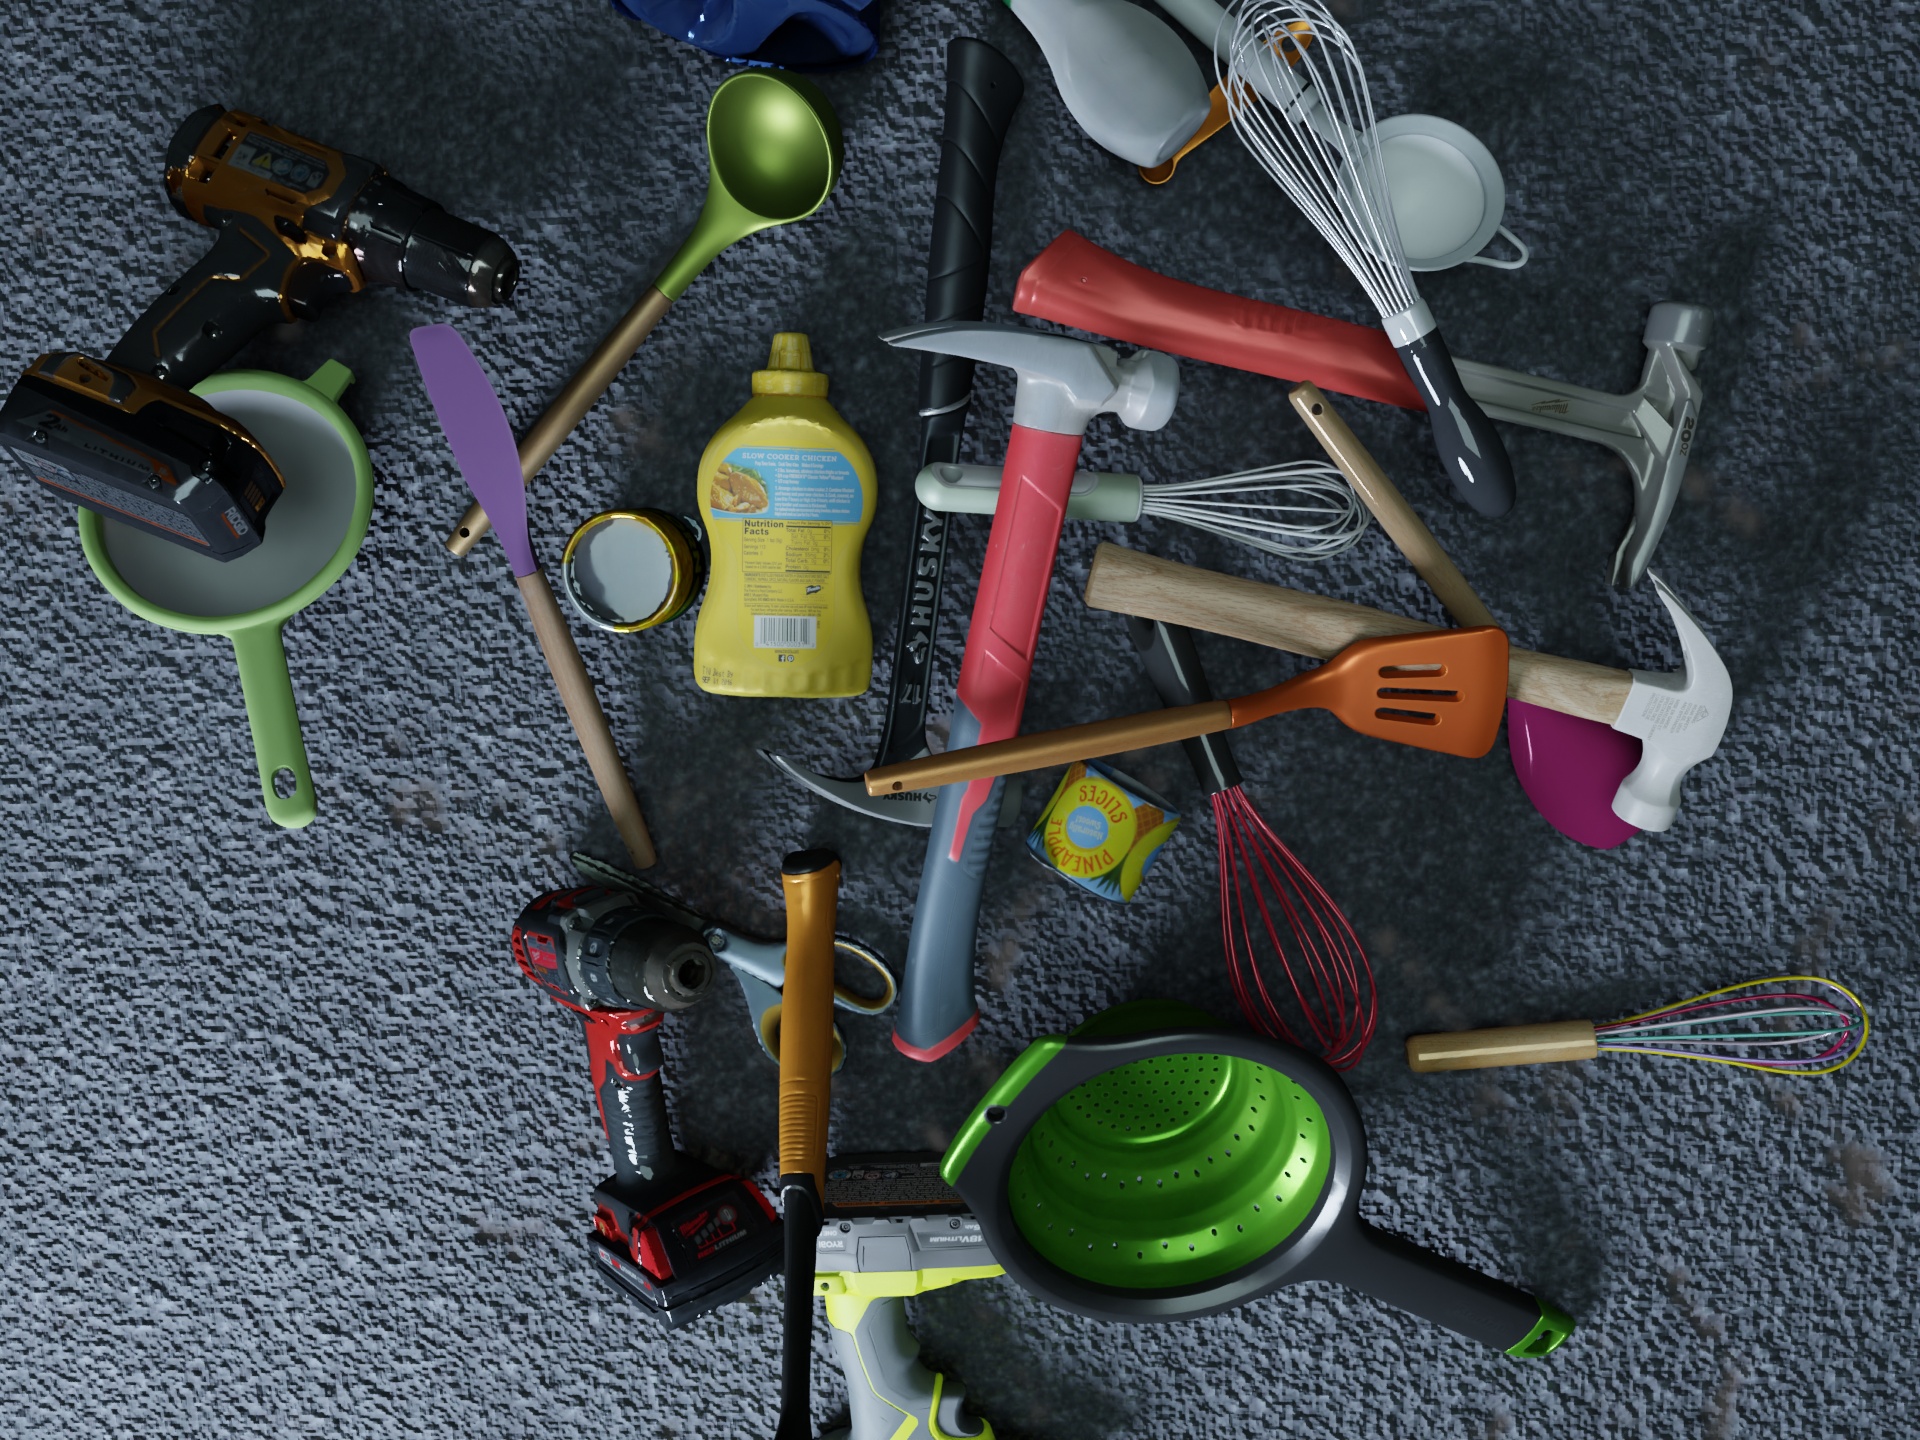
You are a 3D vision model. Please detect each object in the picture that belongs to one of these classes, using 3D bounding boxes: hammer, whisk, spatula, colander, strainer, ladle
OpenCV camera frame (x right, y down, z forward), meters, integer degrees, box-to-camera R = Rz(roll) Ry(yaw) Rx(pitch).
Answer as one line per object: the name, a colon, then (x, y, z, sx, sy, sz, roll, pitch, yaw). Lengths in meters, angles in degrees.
hammer: (0.203, -0.178, 0.826, 0.359, 0.037, 0.149, 12, 98, -3)
whisk: (0.371, 0.177, 0.874, 0.245, 0.051, 0.047, -7, 103, 7)
spatula: (-0.218, -0.056, 0.844, 0.060, 0.018, 0.315, 7, 123, 40)
hammer: (-0.079, 0.229, 0.827, 0.034, 0.127, 0.337, -7, 63, 11)
whisk: (0.204, -0.222, 0.776, 0.070, 0.070, 0.284, -29, 103, 7)
hammer: (-0.016, -0.147, 0.836, 0.149, 0.036, 0.409, 5, 94, -29)
hammer: (-0.001, -0.003, 0.803, 0.143, 0.038, 0.386, 6, 109, -18)
hammer: (0.228, -0.040, 0.820, 0.331, 0.031, 0.130, 14, 118, 3)
spatula: (0.113, 0.006, 0.791, 0.322, 0.041, 0.081, -11, 126, -8)
whisk: (0.149, 0.055, 0.863, 0.073, 0.073, 0.296, -22, 90, 6)
colander: (0.175, 0.254, 0.881, 0.396, 0.095, 0.204, 27, 113, -18)
whisk: (0.099, -0.115, 0.826, 0.246, 0.058, 0.059, 2, 140, -10)
strainer: (0.182, -0.310, 0.814, 0.258, 0.050, 0.087, 40, 80, -2)
ladle: (-0.179, -0.209, 0.849, 0.078, 0.062, 0.320, 42, 101, -2)
strainer: (-0.371, -0.060, 0.850, 0.151, 0.069, 0.256, -16, 77, -7)

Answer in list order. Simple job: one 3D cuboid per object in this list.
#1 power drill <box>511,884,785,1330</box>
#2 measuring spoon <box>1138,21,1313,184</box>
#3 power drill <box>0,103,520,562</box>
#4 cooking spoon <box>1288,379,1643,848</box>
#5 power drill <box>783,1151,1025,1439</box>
power drill: (-0.161, 0.198, 0.846, 0.080, 0.188, 0.226, -19, 100, -33)
measuring spoon: (0.140, -0.325, 0.837, 0.117, 0.011, 0.021, -42, 90, 4)
power drill: (-0.351, -0.197, 0.816, 0.185, 0.084, 0.226, 21, 69, 1)
cooking spoon: (0.271, -0.052, 0.836, 0.069, 0.017, 0.318, -40, 105, 8)
power drill: (-0.016, 0.367, 0.909, 0.171, 0.080, 0.223, -3, 101, 5)
